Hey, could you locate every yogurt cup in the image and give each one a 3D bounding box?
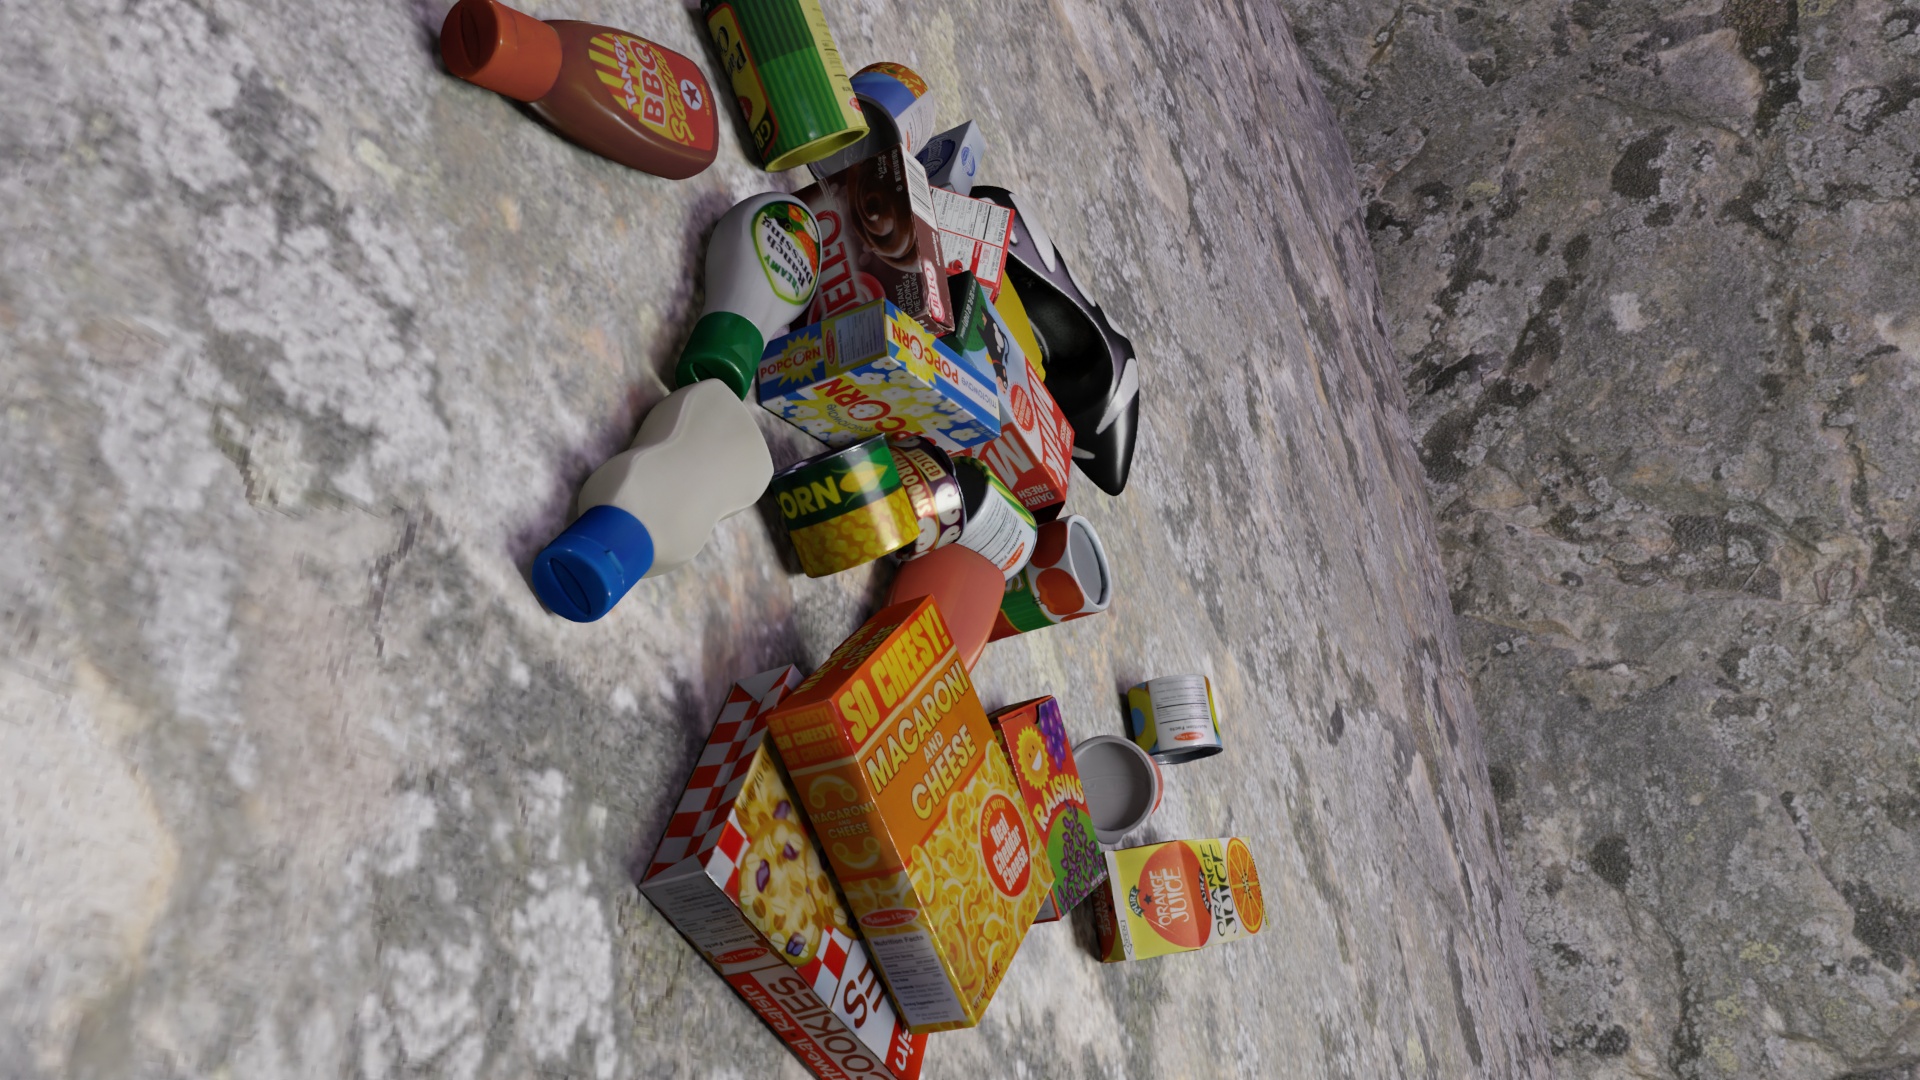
[{"bbox_3d":[0.107,0.168,0.951,0.054,0.072,0.072,24,53,-68],"label":"yogurt cup"}]

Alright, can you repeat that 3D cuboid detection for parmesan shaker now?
[{"bbox_3d":[-0.103,-0.277,0.816,0.103,0.071,0.071,68,26,-7],"label":"parmesan shaker"}]

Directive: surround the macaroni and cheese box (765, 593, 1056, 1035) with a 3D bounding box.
[{"bbox_3d":[-0.019,0.126,0.662,0.166,0.040,0.124,67,27,-11],"label":"macaroni and cheese box"}]

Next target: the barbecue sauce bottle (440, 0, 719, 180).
[{"bbox_3d":[-0.176,-0.216,0.657,0.149,0.043,0.065,-3,78,-63],"label":"barbecue sauce bottle"}]

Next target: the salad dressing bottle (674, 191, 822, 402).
[{"bbox_3d":[-0.111,-0.126,0.728,0.064,0.044,0.148,52,33,-33],"label":"salad dressing bottle"}]

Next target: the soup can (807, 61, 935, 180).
[{"bbox_3d":[-0.060,-0.267,0.895,0.071,0.071,0.084,61,27,-22],"label":"soup can"}]

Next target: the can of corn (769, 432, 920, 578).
[{"bbox_3d":[-0.063,-0.018,0.732,0.071,0.071,0.058,-36,107,-63],"label":"can of corn"}]

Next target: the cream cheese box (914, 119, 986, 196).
[{"bbox_3d":[-0.017,-0.259,0.986,0.024,0.053,0.104,58,29,-32],"label":"cream cheese box"}]

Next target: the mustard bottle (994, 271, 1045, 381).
[{"bbox_3d":[0.022,-0.149,0.997,0.159,0.048,0.066,58,34,-28],"label":"mustard bottle"}]

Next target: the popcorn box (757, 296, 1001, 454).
[{"bbox_3d":[-0.043,-0.083,0.786,0.126,0.085,0.038,30,50,-55],"label":"popcorn box"}]

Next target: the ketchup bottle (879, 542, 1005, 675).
[{"bbox_3d":[-0.022,0.063,0.772,0.065,0.043,0.150,23,43,-1],"label":"ketchup bottle"}]

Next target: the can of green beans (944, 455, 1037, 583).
[{"bbox_3d":[0.005,-0.010,0.857,0.057,0.071,0.071,45,37,-43],"label":"can of green beans"}]

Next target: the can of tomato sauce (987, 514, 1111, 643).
[{"bbox_3d":[0.046,0.024,0.897,0.071,0.083,0.071,42,39,-47],"label":"can of tomato sauce"}]

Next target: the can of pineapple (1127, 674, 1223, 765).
[{"bbox_3d":[0.166,0.141,1.083,0.071,0.071,0.058,25,52,-57],"label":"can of pineapple"}]

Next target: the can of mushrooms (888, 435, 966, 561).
[{"bbox_3d":[-0.028,-0.025,0.782,0.033,0.071,0.071,-23,96,-27],"label":"can of mushrooms"}]

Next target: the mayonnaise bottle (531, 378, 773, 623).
[{"bbox_3d":[-0.135,-0.017,0.617,0.064,0.041,0.149,61,29,-19],"label":"mayonnaise bottle"}]

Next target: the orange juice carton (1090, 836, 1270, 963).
[{"bbox_3d":[0.146,0.248,0.965,0.192,0.073,0.072,19,58,-59],"label":"orange juice carton"}]

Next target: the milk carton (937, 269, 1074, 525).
[{"bbox_3d":[0.018,-0.075,0.916,0.190,0.073,0.073,53,32,-35],"label":"milk carton"}]

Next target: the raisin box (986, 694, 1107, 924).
[{"bbox_3d":[0.044,0.164,0.856,0.086,0.040,0.123,-10,82,-63],"label":"raisin box"}]

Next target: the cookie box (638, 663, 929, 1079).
[{"bbox_3d":[-0.065,0.161,0.645,0.167,0.040,0.123,56,30,-27],"label":"cookie box"}]
